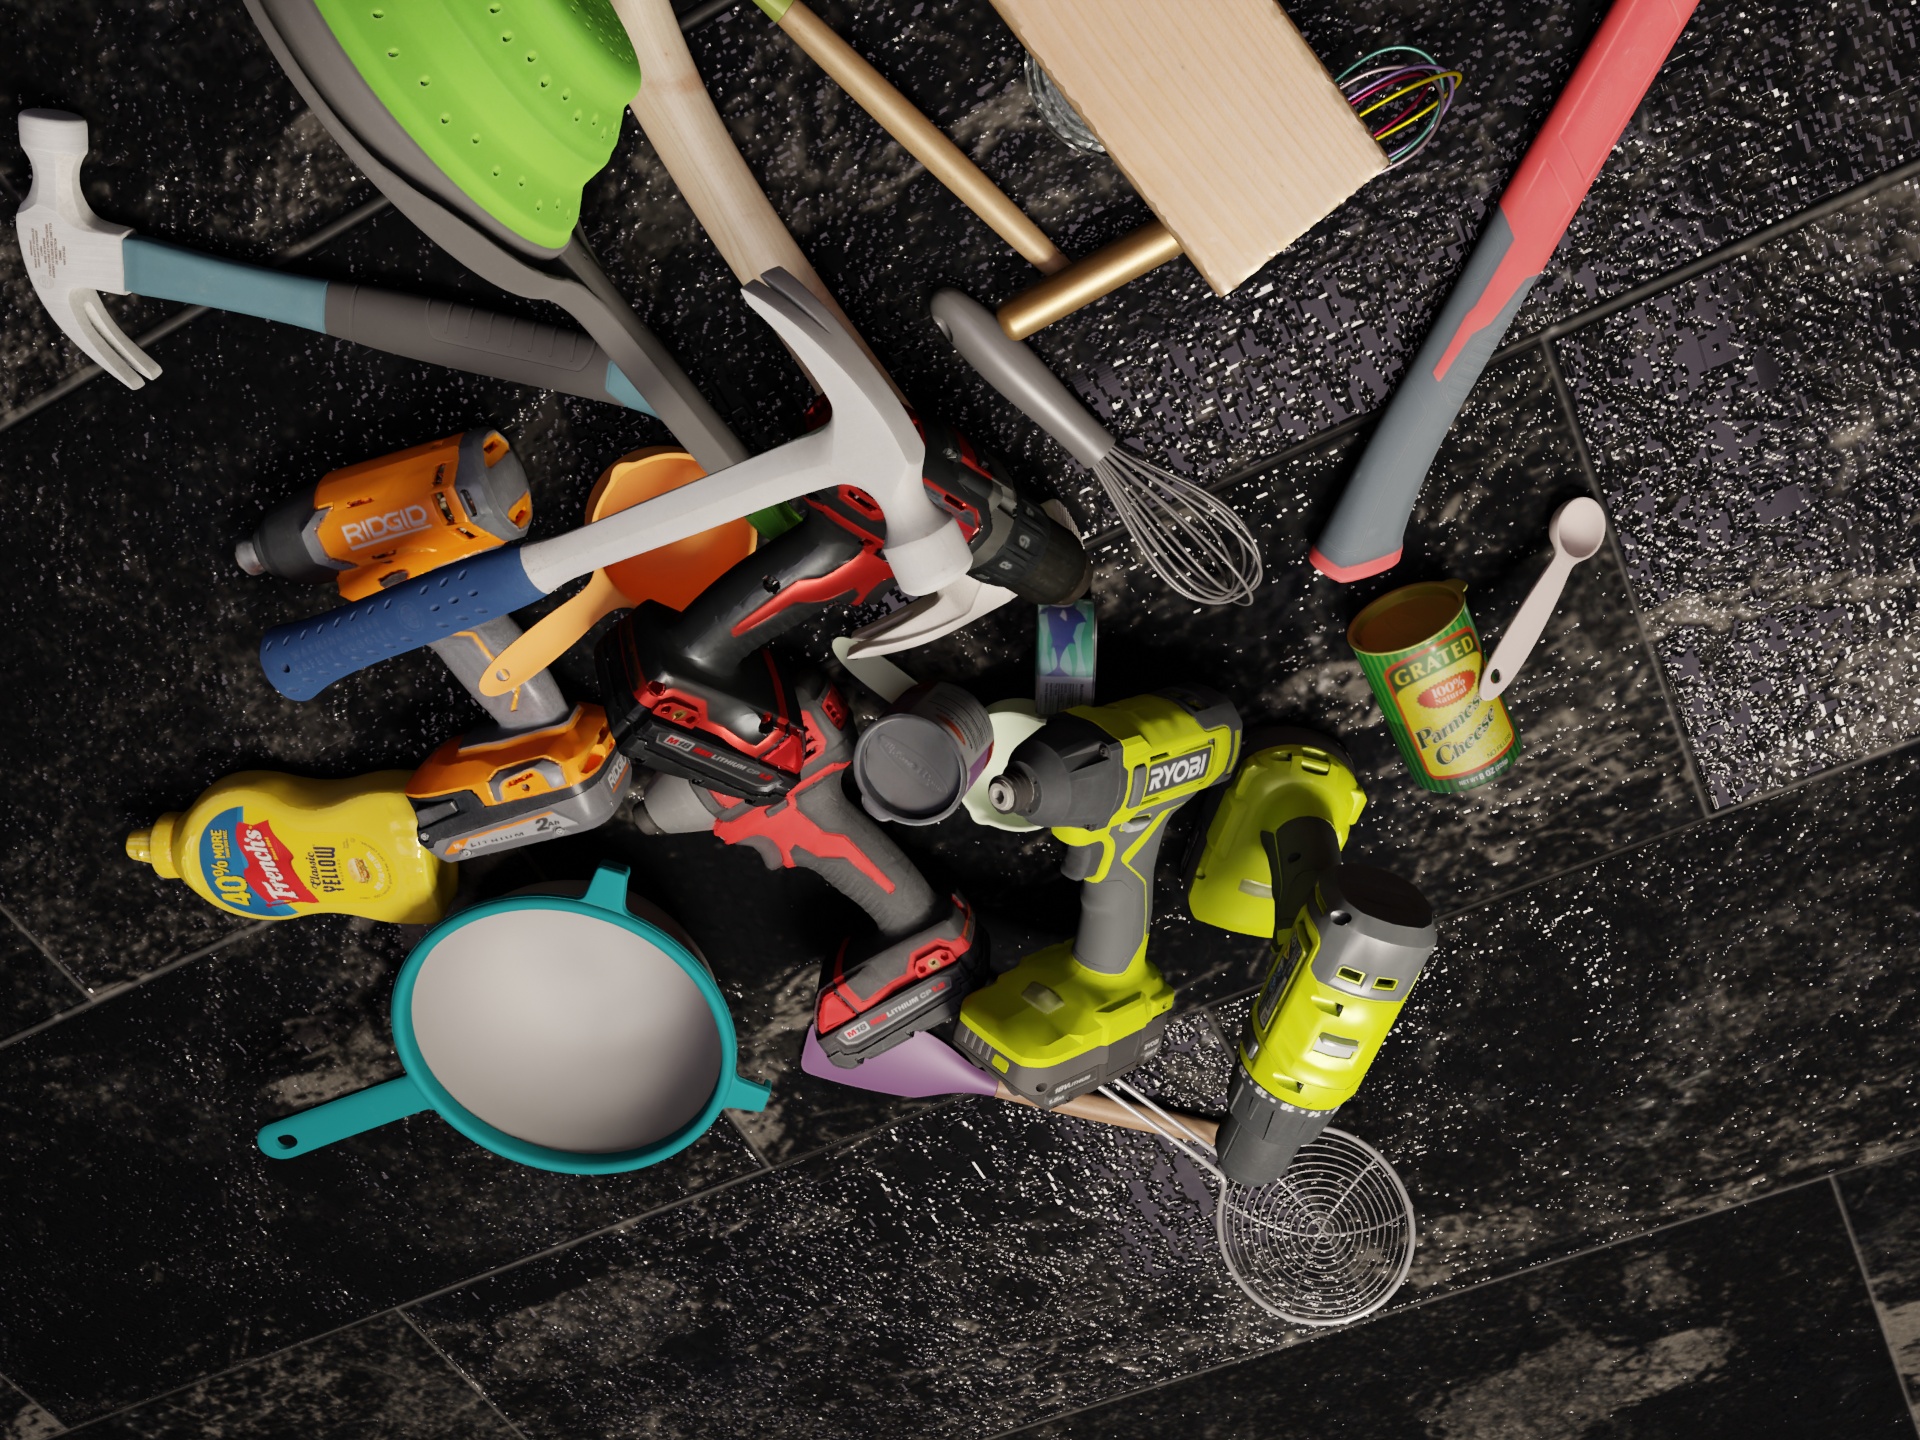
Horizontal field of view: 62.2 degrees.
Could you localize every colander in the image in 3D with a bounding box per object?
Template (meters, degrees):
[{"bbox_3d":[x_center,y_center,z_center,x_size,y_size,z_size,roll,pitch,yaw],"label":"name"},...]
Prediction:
[{"bbox_3d":[-0.160,-0.239,0.720,0.094,0.205,0.396,-30,125,13],"label":"colander"}]

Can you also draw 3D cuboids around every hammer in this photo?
[{"bbox_3d":[-0.311,-0.211,0.820,0.331,0.033,0.128,12,118,-5],"label":"hammer"},{"bbox_3d":[0.262,-0.243,0.784,0.143,0.038,0.386,21,118,-9],"label":"hammer"},{"bbox_3d":[-0.193,-0.080,0.746,0.405,0.035,0.144,-15,112,31],"label":"hammer"},{"bbox_3d":[-0.096,-0.216,0.811,0.146,0.038,0.410,-26,115,17],"label":"hammer"}]

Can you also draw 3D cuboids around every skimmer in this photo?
[{"bbox_3d":[0.130,0.255,1.027,0.363,0.090,0.127,37,78,-10],"label":"skimmer"}]

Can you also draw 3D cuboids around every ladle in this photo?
[{"bbox_3d":[-0.053,-0.321,0.740,0.320,0.078,0.062,37,124,-24],"label":"ladle"}]

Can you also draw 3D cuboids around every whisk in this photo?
[{"bbox_3d":[0.073,-0.142,0.843,0.238,0.055,0.055,41,113,-15],"label":"whisk"},{"bbox_3d":[0.127,-0.253,0.773,0.245,0.047,0.051,-26,115,13],"label":"whisk"}]

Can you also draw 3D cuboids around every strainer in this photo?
[{"bbox_3d":[-0.295,0.198,1.018,0.340,0.095,0.210,-21,114,15],"label":"strainer"}]

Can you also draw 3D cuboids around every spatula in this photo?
[{"bbox_3d":[0.049,0.251,1.080,0.316,0.018,0.059,14,113,-6],"label":"spatula"}]

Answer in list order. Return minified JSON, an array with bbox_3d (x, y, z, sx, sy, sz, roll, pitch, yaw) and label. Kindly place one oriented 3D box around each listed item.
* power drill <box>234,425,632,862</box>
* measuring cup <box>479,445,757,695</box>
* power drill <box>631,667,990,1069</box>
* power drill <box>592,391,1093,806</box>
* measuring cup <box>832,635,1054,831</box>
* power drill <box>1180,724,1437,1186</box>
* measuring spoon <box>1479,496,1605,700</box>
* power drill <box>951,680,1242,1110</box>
[{"bbox_3d":[-0.294,-0.038,0.893,0.164,0.084,0.226,-13,114,10],"label":"power drill"},{"bbox_3d":[-0.190,-0.077,0.853,0.173,0.052,0.095,-40,116,-2],"label":"measuring cup"},{"bbox_3d":[-0.088,0.090,0.950,0.143,0.079,0.219,-30,105,12],"label":"power drill"},{"bbox_3d":[-0.056,-0.055,0.814,0.226,0.080,0.187,-41,138,23],"label":"power drill"},{"bbox_3d":[-0.001,-0.003,0.935,0.167,0.038,0.083,36,117,1],"label":"measuring cup"},{"bbox_3d":[0.180,0.124,0.883,0.080,0.229,0.190,15,119,-7],"label":"power drill"},{"bbox_3d":[0.312,-0.066,0.868,0.034,0.018,0.124,30,88,-25],"label":"measuring spoon"},{"bbox_3d":[0.068,0.096,0.889,0.171,0.080,0.223,-15,123,-42],"label":"power drill"}]
